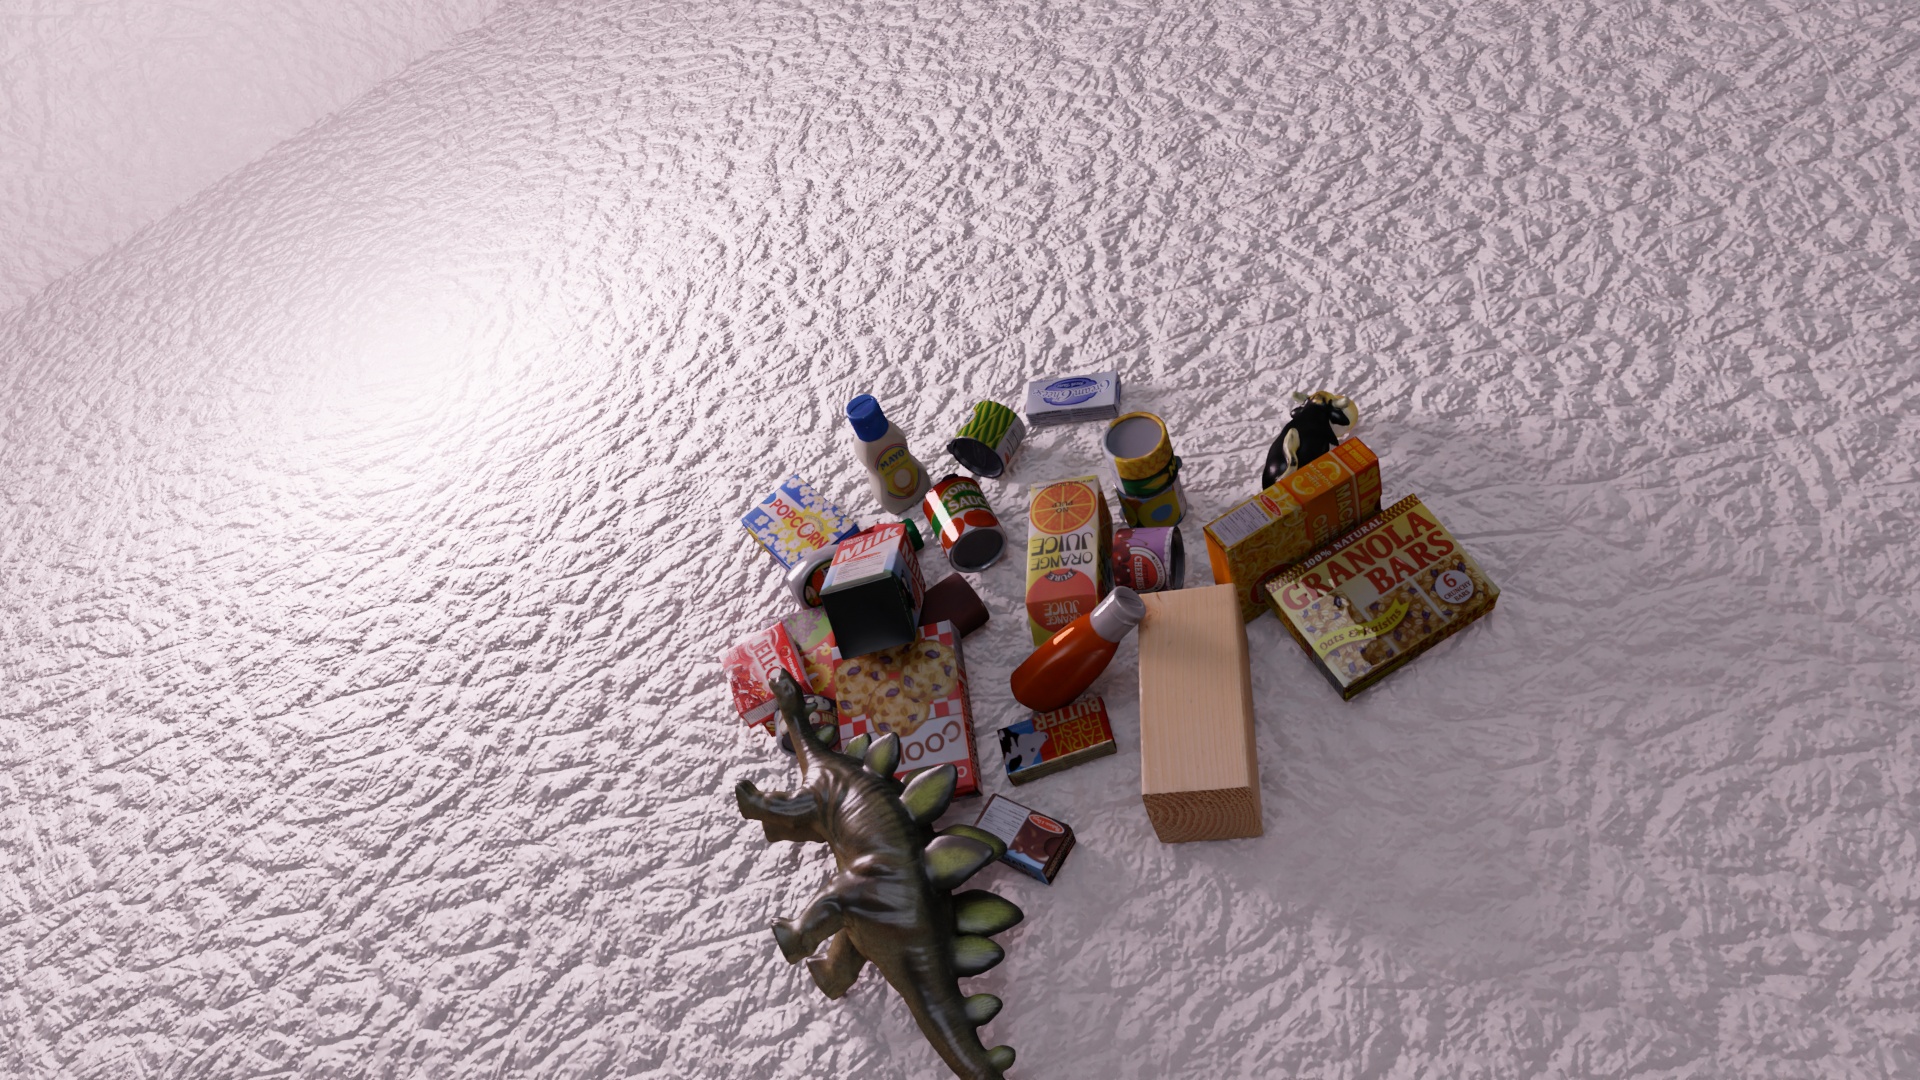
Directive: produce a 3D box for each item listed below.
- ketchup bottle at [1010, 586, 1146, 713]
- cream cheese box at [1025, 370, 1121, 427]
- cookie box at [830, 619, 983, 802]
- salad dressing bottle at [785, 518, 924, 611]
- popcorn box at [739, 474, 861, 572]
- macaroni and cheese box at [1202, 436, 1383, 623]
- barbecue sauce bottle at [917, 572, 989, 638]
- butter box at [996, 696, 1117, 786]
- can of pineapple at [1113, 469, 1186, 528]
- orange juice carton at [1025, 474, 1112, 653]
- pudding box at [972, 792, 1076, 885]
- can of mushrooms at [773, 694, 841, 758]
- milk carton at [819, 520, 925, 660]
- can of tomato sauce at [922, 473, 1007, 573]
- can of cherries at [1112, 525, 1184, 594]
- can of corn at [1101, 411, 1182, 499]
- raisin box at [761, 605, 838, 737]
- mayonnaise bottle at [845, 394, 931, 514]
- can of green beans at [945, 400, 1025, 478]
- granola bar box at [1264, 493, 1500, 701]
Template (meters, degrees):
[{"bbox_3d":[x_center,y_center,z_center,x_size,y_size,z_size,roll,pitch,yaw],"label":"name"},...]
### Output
[{"bbox_3d":[0.110,0.100,1.266,0.148,0.065,0.044,-49,38,34],"label":"ketchup bottle"},{"bbox_3d":[0.127,-0.158,1.555,0.104,0.024,0.053,-6,51,18],"label":"cream cheese box"},{"bbox_3d":[-0.052,0.170,1.310,0.123,0.040,0.168,-14,64,11],"label":"cookie box"},{"bbox_3d":[-0.111,0.024,1.474,0.148,0.064,0.044,-28,28,-13],"label":"salad dressing bottle"},{"bbox_3d":[-0.174,-0.009,1.539,0.085,0.038,0.127,-41,49,-13],"label":"popcorn box"},{"bbox_3d":[0.312,-0.006,1.286,0.167,0.123,0.040,-31,50,-5],"label":"macaroni and cheese box"},{"bbox_3d":[-0.047,0.095,1.397,0.149,0.043,0.065,-34,45,-7],"label":"barbecue sauce bottle"},{"bbox_3d":[0.089,0.185,1.280,0.103,0.024,0.053,-20,48,6],"label":"butter box"},{"bbox_3d":[0.191,-0.048,1.413,0.071,0.057,0.071,-11,49,13],"label":"can of pineapple"},{"bbox_3d":[0.108,0.034,1.367,0.072,0.072,0.194,-8,50,16],"label":"orange juice carton"},{"bbox_3d":[0.054,0.263,1.224,0.084,0.030,0.050,18,59,32],"label":"pudding box"},{"bbox_3d":[-0.145,0.181,1.348,0.071,0.070,0.033,-18,48,7],"label":"can of mushrooms"},{"bbox_3d":[-0.081,0.041,1.370,0.073,0.072,0.191,-15,18,8],"label":"milk carton"},{"bbox_3d":[0.005,-0.018,1.454,0.071,0.071,0.083,-27,48,-1],"label":"can of tomato sauce"},{"bbox_3d":[0.183,0.021,1.351,0.058,0.071,0.072,-2,51,21],"label":"can of cherries"},{"bbox_3d":[0.179,-0.085,1.368,0.071,0.058,0.071,-11,50,13],"label":"can of corn"},{"bbox_3d":[-0.159,0.131,1.414,0.086,0.040,0.124,-15,47,10],"label":"raisin box"},{"bbox_3d":[-0.082,-0.095,1.500,0.065,0.147,0.041,-36,48,-10],"label":"mayonnaise bottle"},{"bbox_3d":[0.031,-0.111,1.525,0.071,0.071,0.058,13,57,30],"label":"can of green beans"},{"bbox_3d":[0.378,0.050,1.254,0.166,0.039,0.124,-31,60,-5],"label":"granola bar box"}]
